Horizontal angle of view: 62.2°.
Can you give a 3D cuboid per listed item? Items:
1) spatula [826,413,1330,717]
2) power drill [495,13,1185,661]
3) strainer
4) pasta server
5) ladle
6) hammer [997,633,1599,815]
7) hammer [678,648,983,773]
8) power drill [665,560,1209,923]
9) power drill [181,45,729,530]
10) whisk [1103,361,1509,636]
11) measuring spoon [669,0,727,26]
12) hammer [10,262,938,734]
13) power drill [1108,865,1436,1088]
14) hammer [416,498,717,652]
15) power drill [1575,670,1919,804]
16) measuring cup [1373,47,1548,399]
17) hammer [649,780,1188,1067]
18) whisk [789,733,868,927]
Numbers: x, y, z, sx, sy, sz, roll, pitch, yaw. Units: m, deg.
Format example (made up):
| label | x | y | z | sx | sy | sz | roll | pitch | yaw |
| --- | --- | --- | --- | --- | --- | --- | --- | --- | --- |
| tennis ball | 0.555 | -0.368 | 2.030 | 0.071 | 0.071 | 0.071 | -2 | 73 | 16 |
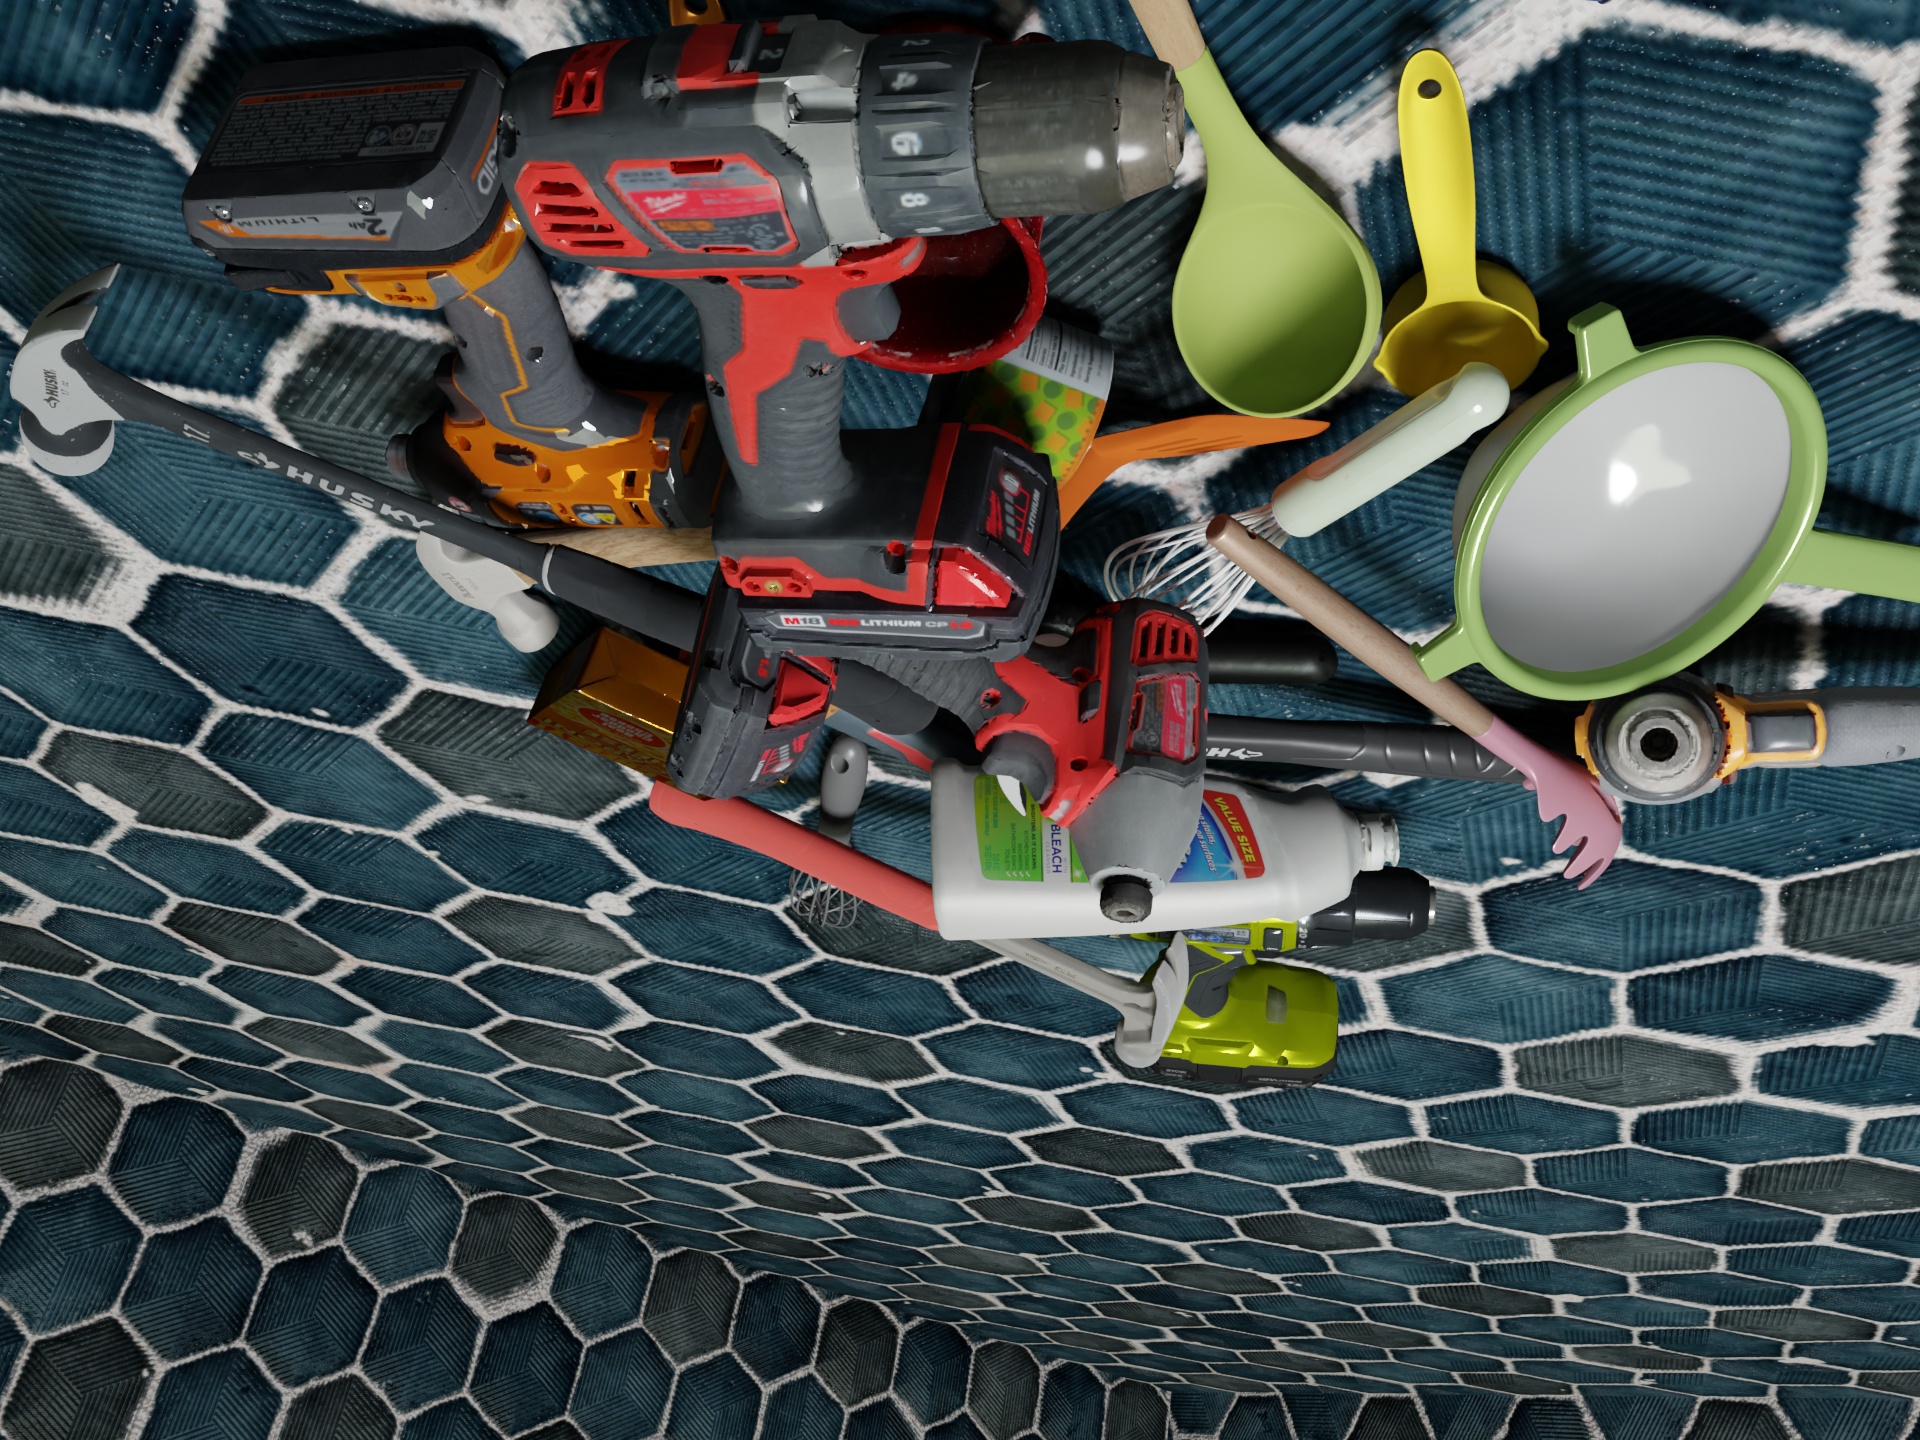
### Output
| label | x | y | z | sx | sy | sz | roll | pitch | yaw |
| --- | --- | --- | --- | --- | --- | --- | --- | --- | --- |
| spatula | 0.022 | -0.065 | 0.721 | 0.081 | 0.041 | 0.322 | -6 | 159 | -42 |
| power drill | -0.019 | -0.114 | 0.499 | 0.188 | 0.080 | 0.226 | 2 | 147 | 14 |
| strainer | 0.298 | -0.083 | 0.638 | 0.256 | 0.069 | 0.151 | 5 | 122 | -22 |
| pasta server | 0.212 | -0.006 | 0.717 | 0.316 | 0.060 | 0.040 | 30 | 125 | -32 |
| ladle | 0.055 | -0.216 | 0.485 | 0.078 | 0.062 | 0.319 | 3 | 149 | 36 |
| hammer | 0.178 | 0.014 | 0.815 | 0.334 | 0.035 | 0.146 | 4 | 154 | -9 |
| hammer | 0.016 | 0.023 | 0.936 | 0.386 | 0.038 | 0.143 | 26 | 146 | -26 |
| power drill | -0.001 | -0.002 | 0.657 | 0.219 | 0.143 | 0.078 | 15 | 148 | -13 |
| power drill | -0.207 | -0.156 | 0.652 | 0.164 | 0.084 | 0.226 | 3 | 153 | 17 |
| whisk | 0.135 | -0.086 | 0.668 | 0.059 | 0.058 | 0.246 | 43 | 149 | -9 |
| measuring spoon | -0.085 | -0.219 | 0.573 | 0.021 | 0.011 | 0.116 | 5 | 147 | 9 |
| hammer | -0.193 | -0.076 | 0.694 | 0.408 | 0.036 | 0.149 | 21 | 157 | -20 |
| power drill | 0.186 | 0.147 | 0.987 | 0.190 | 0.080 | 0.228 | 3 | 145 | 11 |
| hammer | -0.128 | -0.094 | 0.783 | 0.331 | 0.031 | 0.129 | -5 | 148 | 25 |
| power drill | 0.382 | 0.003 | 0.676 | 0.226 | 0.084 | 0.185 | -3 | 180 | 23 |
| measuring cup | 0.170 | -0.172 | 0.554 | 0.062 | 0.029 | 0.156 | -2 | 146 | 21 |
| hammer | -0.033 | 0.104 | 0.974 | 0.359 | 0.037 | 0.149 | 23 | 151 | 15 |
| whisk | -0.082 | 0.077 | 1.055 | 0.055 | 0.055 | 0.238 | 12 | 146 | -2 |
